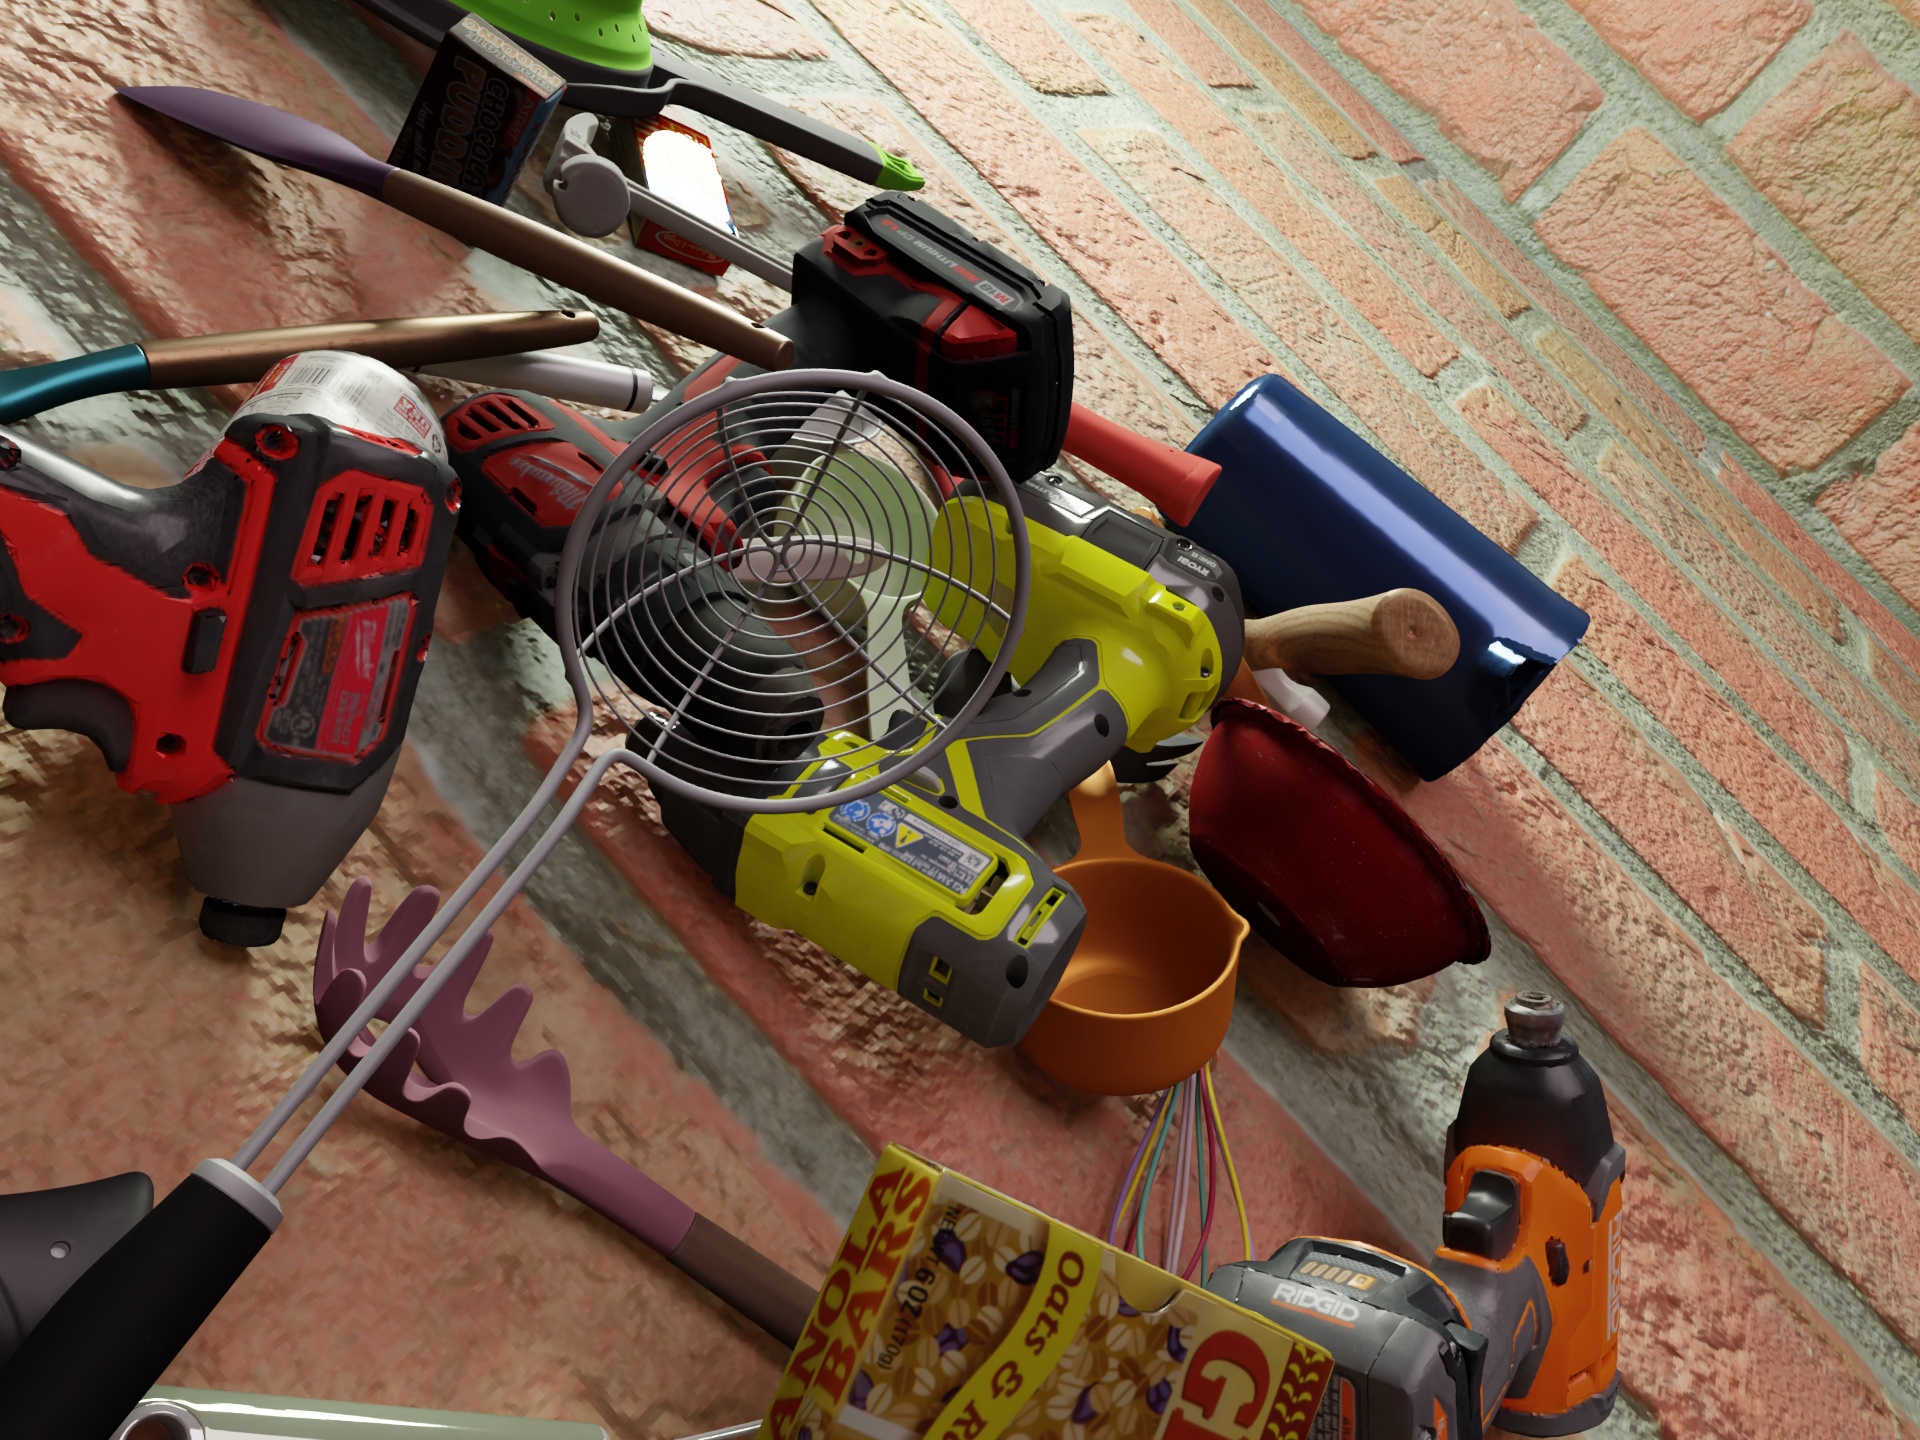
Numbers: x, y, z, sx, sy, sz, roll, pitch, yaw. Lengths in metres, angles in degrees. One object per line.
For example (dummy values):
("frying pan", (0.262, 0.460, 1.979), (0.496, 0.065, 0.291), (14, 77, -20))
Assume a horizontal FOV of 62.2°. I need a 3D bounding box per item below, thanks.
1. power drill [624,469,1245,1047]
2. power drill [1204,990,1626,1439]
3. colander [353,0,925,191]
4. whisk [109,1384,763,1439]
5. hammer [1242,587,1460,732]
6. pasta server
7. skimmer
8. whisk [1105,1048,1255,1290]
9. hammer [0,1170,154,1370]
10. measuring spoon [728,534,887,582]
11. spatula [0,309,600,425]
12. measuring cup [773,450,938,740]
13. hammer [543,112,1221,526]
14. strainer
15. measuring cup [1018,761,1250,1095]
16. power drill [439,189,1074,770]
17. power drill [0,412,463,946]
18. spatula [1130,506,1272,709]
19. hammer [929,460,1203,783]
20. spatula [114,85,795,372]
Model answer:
("power drill", (-0.001, -0.002, 0.598), (0.171, 0.080, 0.223), (29, 47, 14))
("power drill", (0.165, 0.194, 0.538), (0.226, 0.084, 0.164), (-13, 103, -51))
("colander", (-0.163, -0.386, 0.846), (0.396, 0.094, 0.205), (9, 35, -39))
("whisk", (-0.083, 0.184, 0.386), (0.246, 0.059, 0.058), (18, 58, -26))
("hammer", (0.153, -0.038, 0.726), (0.130, 0.031, 0.331), (44, 0, -3))
("pasta server", (-0.053, 0.156, 0.451), (0.316, 0.040, 0.060), (38, 15, -10))
("skimmer", (-0.104, 0.059, 0.354), (0.363, 0.090, 0.127), (-56, 131, -34))
("whisk", (0.083, 0.143, 0.607), (0.051, 0.047, 0.245), (47, 27, -17))
("hammer", (-0.310, 0.098, 0.253), (0.334, 0.035, 0.146), (8, 48, -41))
("measuring spoon", (-0.086, -0.068, 0.641), (0.124, 0.018, 0.034), (-4, 70, -23))
("spatula", (-0.250, -0.130, 0.538), (0.082, 0.044, 0.317), (46, 40, 20))
("measuring cup", (-0.042, -0.037, 0.684), (0.083, 0.038, 0.168), (11, 59, -32))
("hammer", (-0.028, -0.187, 0.773), (0.358, 0.036, 0.149), (23, 20, -22))
("strainer", (-0.135, -0.140, 0.691), (0.258, 0.050, 0.087), (4, 30, -36))
("measuring cup", (0.057, 0.075, 0.627), (0.095, 0.052, 0.174), (-3, 32, 0))
("power drill", (-0.058, -0.090, 0.583), (0.227, 0.080, 0.188), (-36, 60, -26))
("power drill", (-0.239, -0.022, 0.378), (0.219, 0.143, 0.079), (12, 6, -38))
("spatula", (0.157, 0.010, 0.753), (0.322, 0.041, 0.081), (52, 15, -40))
("hammer", (0.011, -0.133, 0.833), (0.143, 0.038, 0.387), (16, 42, -36))
("spatula", (-0.194, -0.195, 0.607), (0.316, 0.018, 0.060), (27, 30, 18))
